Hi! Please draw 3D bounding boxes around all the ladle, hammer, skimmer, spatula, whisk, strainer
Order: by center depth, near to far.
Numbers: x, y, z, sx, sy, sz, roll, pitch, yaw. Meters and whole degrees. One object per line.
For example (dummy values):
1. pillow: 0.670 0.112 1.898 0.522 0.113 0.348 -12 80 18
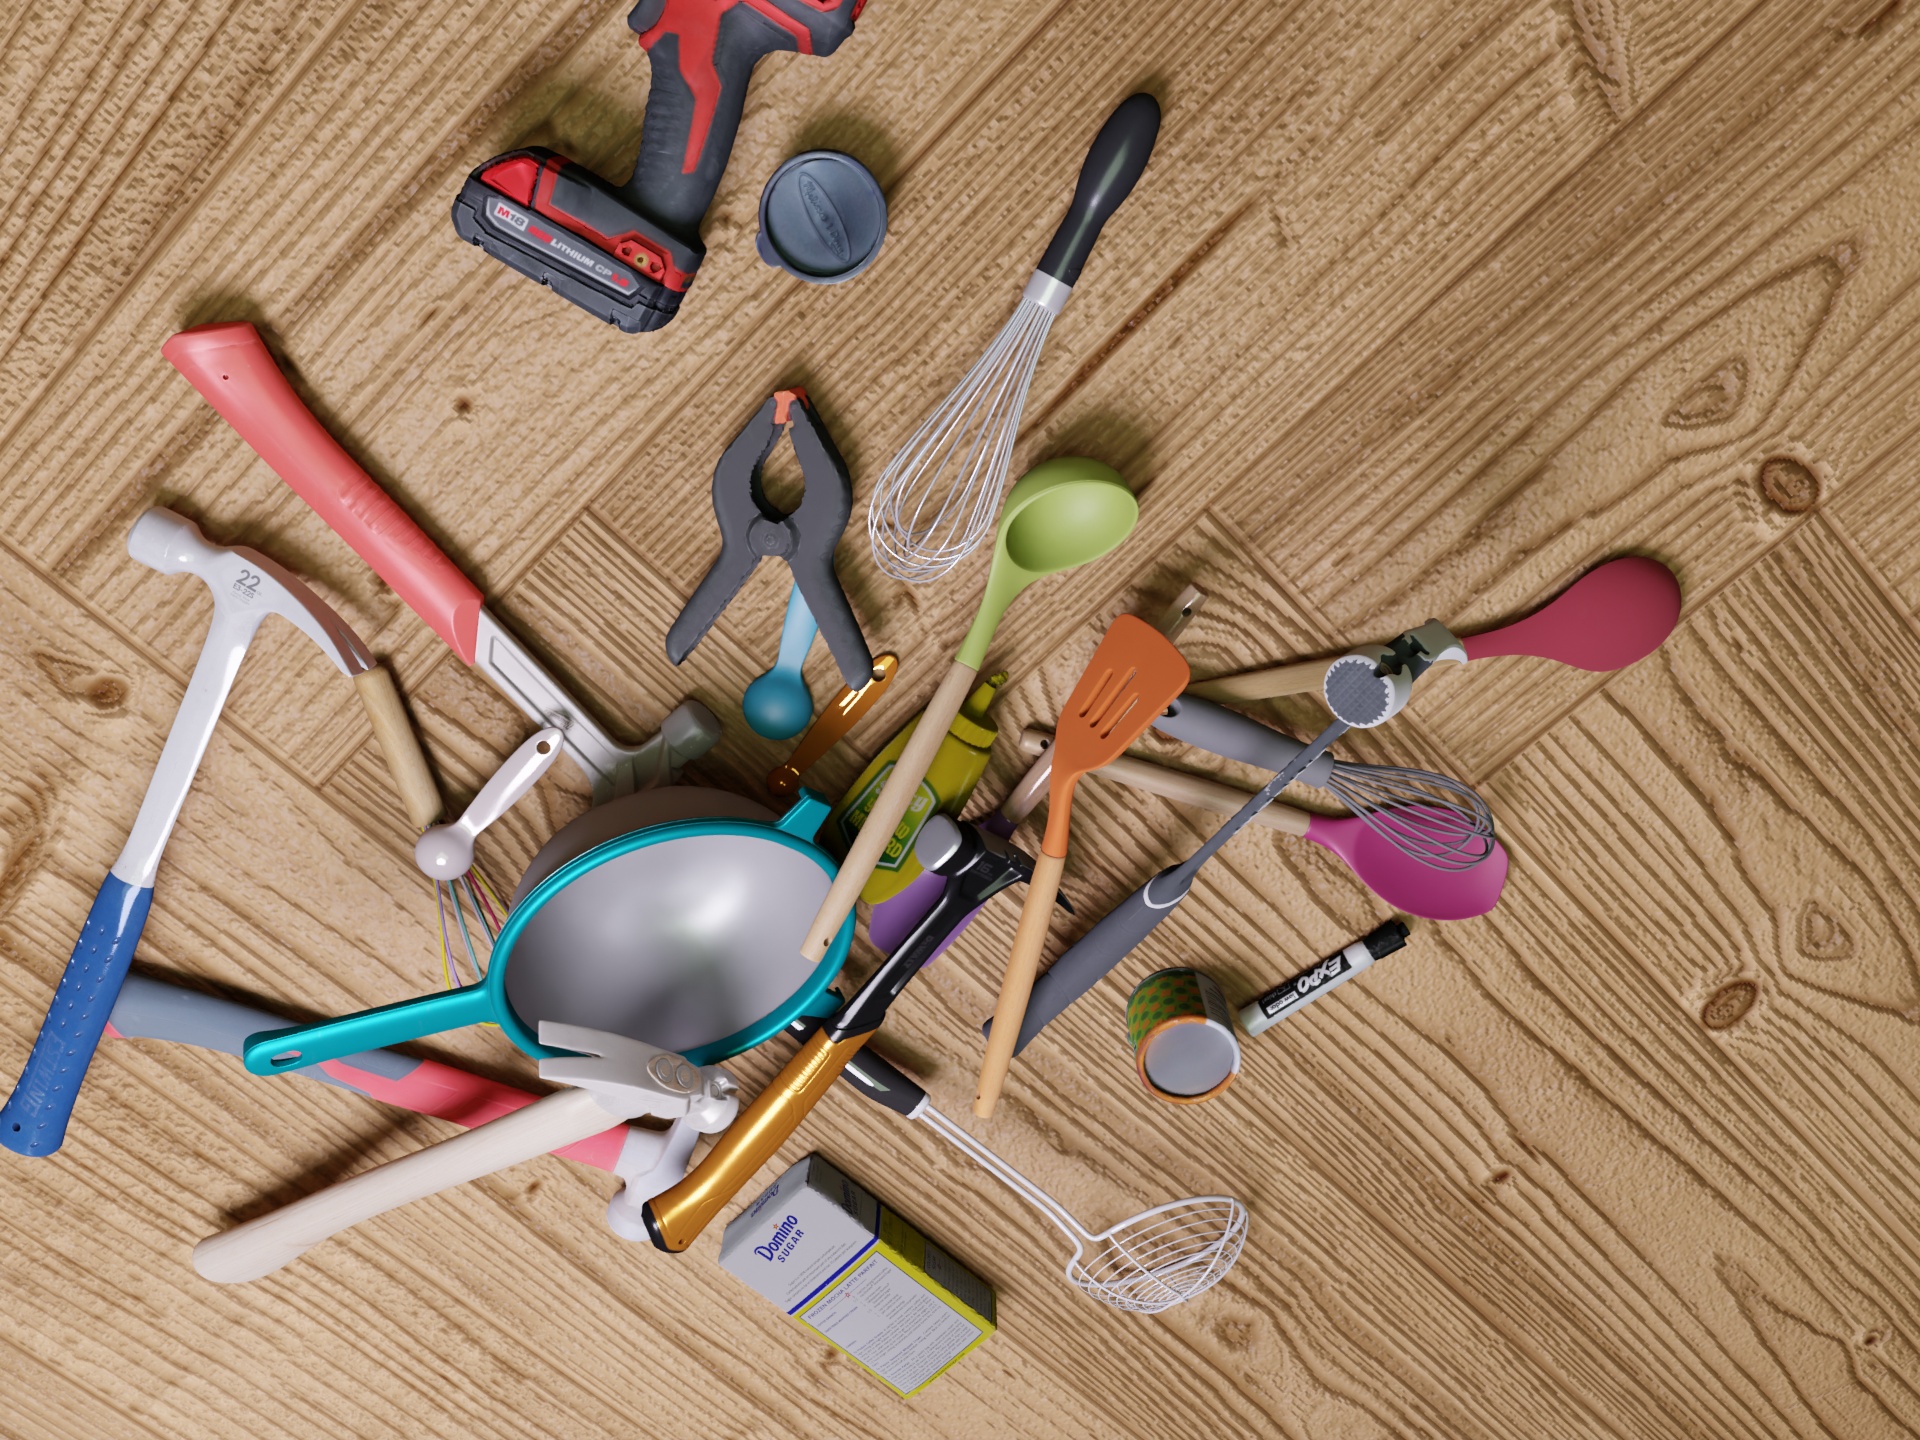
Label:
1. whisk: 0.032 -0.199 0.850 0.070 0.070 0.284 26 104 -11
2. ladle: -0.001 -0.003 0.881 0.078 0.062 0.320 26 93 -49
3. hammer: -0.308 -0.072 0.902 0.149 0.037 0.358 -37 109 13
4. hammer: 0.131 0.081 0.903 0.036 0.149 0.408 50 129 13
5. spatula: 0.056 0.096 0.915 0.041 0.081 0.322 1 116 -26
6. strainer: -0.234 0.123 0.918 0.340 0.095 0.210 -13 134 -14
7. hammer: -0.477 0.086 0.932 0.144 0.035 0.405 27 104 -3
8. ladle: 0.268 -0.039 0.934 0.315 0.031 0.069 -10 114 5
9. whisk: 0.212 0.032 0.940 0.239 0.055 0.055 21 110 -8
10. spatula: 0.043 0.038 0.947 0.059 0.018 0.316 32 116 -15
11. whisk: -0.316 0.081 0.962 0.047 0.051 0.244 -12 109 10
12. hammer: -0.075 0.202 0.969 0.337 0.034 0.127 -49 136 10
13. hammer: -0.337 0.275 0.971 0.410 0.038 0.146 -26 145 24
14. hammer: -0.356 0.217 1.019 0.386 0.038 0.143 20 109 -9
15. skimmer: 0.028 0.272 1.053 0.363 0.090 0.127 38 122 -4

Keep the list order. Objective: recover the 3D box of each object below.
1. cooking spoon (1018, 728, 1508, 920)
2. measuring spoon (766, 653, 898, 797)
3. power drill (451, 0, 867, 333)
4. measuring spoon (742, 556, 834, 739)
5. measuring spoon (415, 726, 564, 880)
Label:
1. cooking spoon: 0.187 0.056 0.973 0.319 0.017 0.069 17 91 -7
2. measuring spoon: -0.077 0.004 0.951 0.021 0.011 0.117 38 107 -15
3. power drill: -0.168 -0.328 0.780 0.187 0.080 0.226 29 106 -12
4. measuring spoon: -0.096 -0.044 0.925 0.042 0.021 0.128 15 111 -7
5. measuring spoon: -0.273 0.049 0.923 0.034 0.018 0.124 43 103 -12
